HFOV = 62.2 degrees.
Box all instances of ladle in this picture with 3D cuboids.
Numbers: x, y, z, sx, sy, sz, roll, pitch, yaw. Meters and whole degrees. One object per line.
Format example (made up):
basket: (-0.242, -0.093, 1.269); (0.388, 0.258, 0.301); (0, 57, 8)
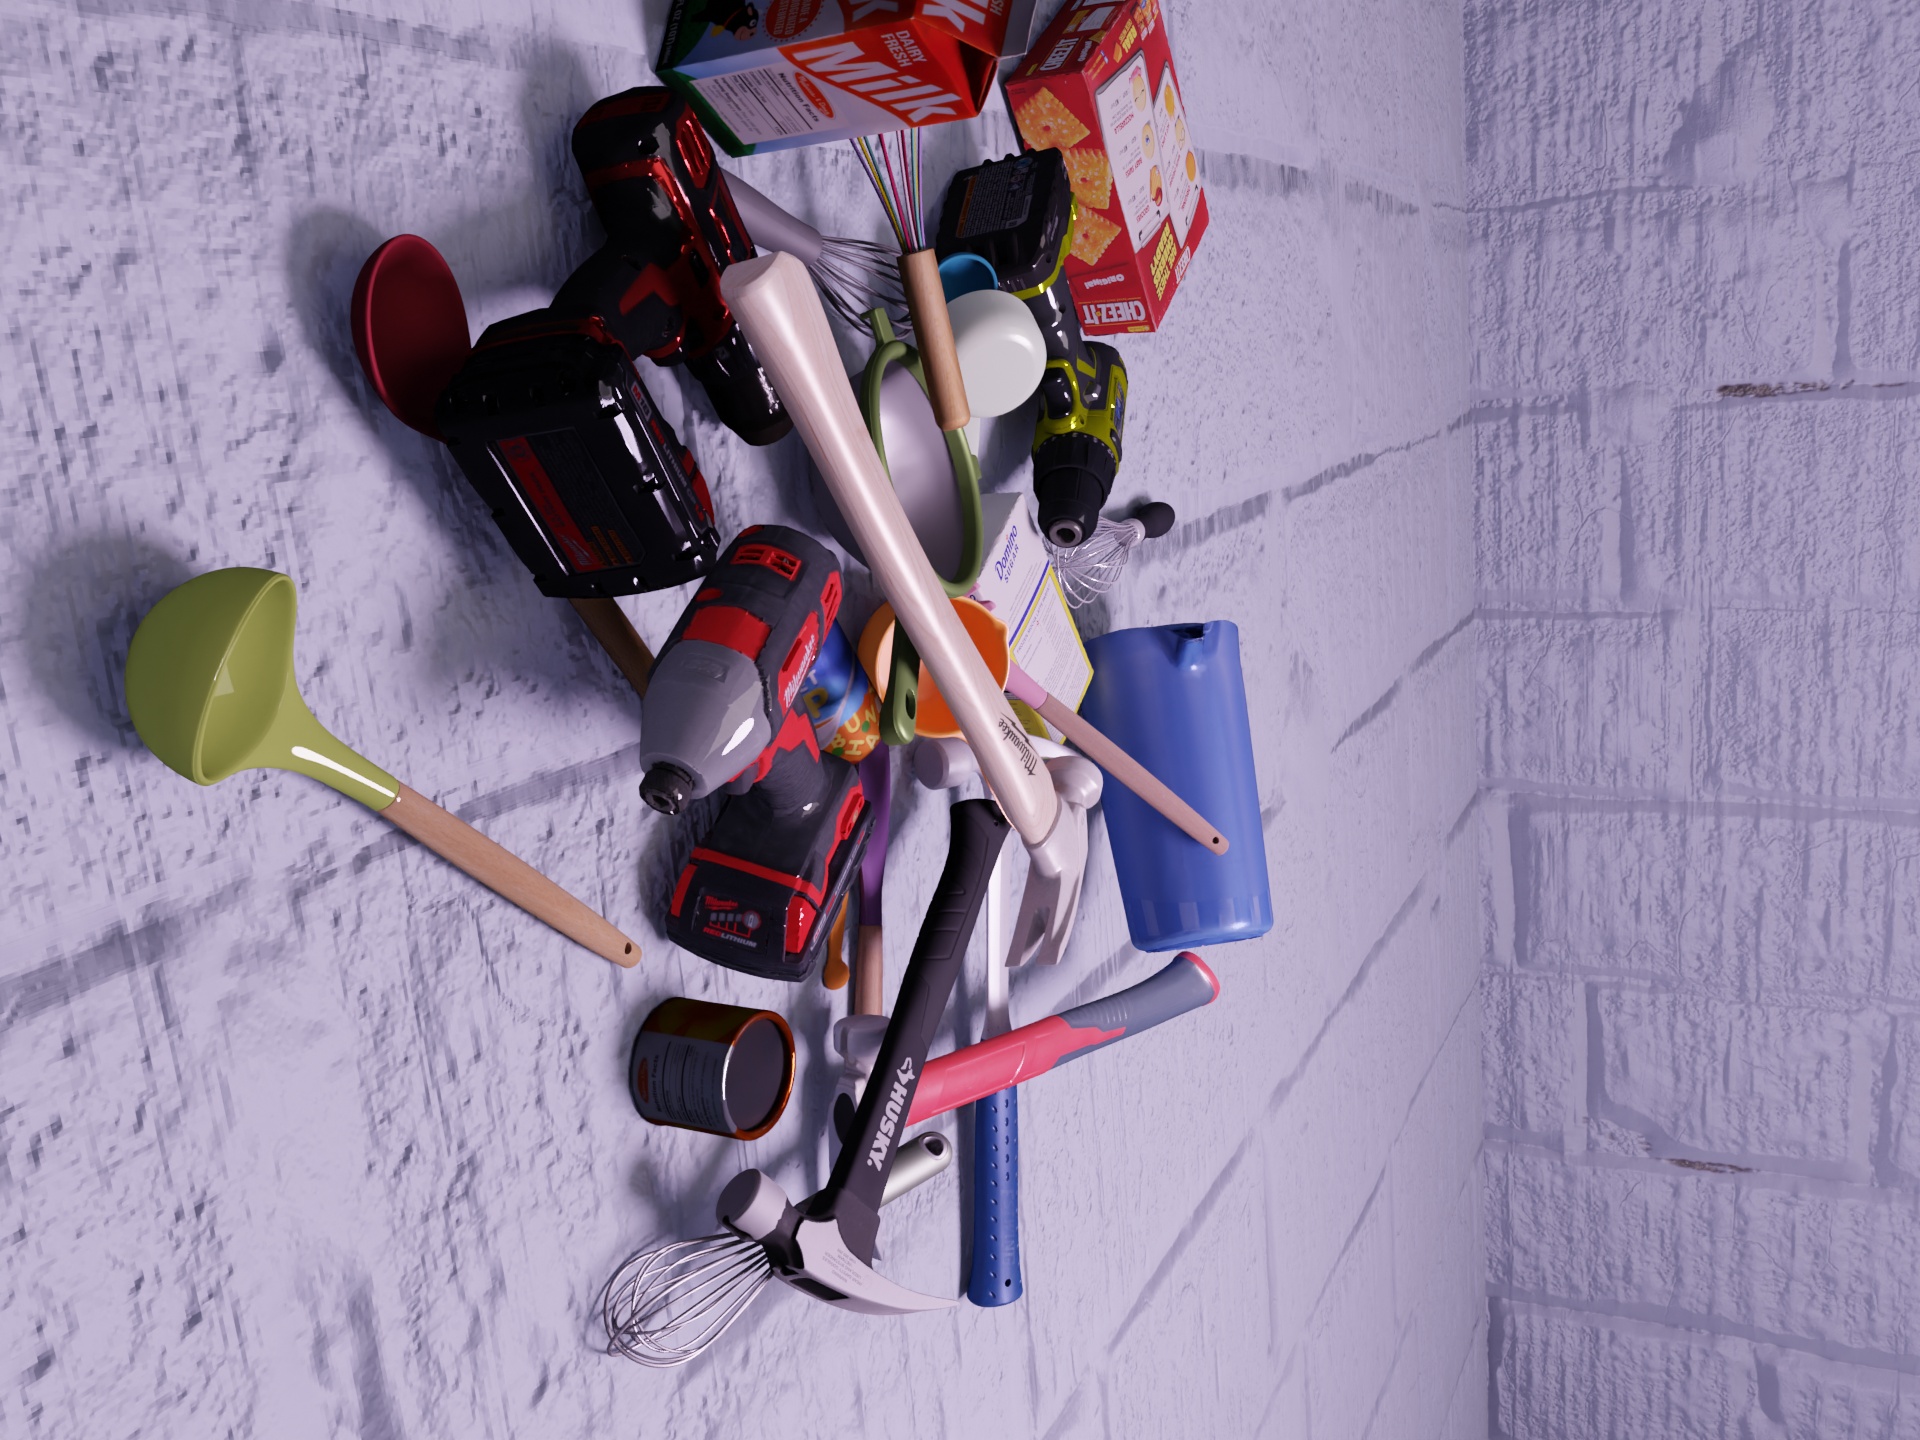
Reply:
ladle: (-0.183, -0.080, 0.722); (0.315, 0.031, 0.069); (63, 35, -45)
ladle: (-0.209, 0.042, 0.651); (0.319, 0.062, 0.078); (52, 47, -53)

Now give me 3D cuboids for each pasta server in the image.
pasta server: (0.076, 0.003, 1.068); (0.316, 0.040, 0.060); (38, 85, -23)

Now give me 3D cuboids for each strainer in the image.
strainer: (-0.048, -0.094, 0.897); (0.151, 0.069, 0.257); (51, 35, -50)

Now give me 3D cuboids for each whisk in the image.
whisk: (-0.027, -0.284, 0.888); (0.047, 0.051, 0.245); (-39, 120, -55)
whisk: (-0.089, 0.276, 0.856); (0.246, 0.058, 0.059); (-16, 144, -47)
whisk: (0.125, -0.144, 1.271); (0.284, 0.070, 0.070); (-33, 120, -63)
whisk: (-0.088, -0.262, 0.876); (0.238, 0.055, 0.055); (11, 82, -57)

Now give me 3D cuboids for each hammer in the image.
hammer: (-0.023, 0.176, 0.918); (0.146, 0.035, 0.335); (44, 44, -24)
hammer: (0.030, 0.206, 1.102); (0.144, 0.035, 0.405); (-8, 101, -43)
hammer: (-0.018, -0.047, 0.813); (0.410, 0.038, 0.146); (61, 32, -37)
hammer: (0.058, 0.233, 1.073); (0.386, 0.038, 0.143); (-7, 99, -49)

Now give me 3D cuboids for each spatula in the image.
spatula: (-0.056, 0.151, 0.983); (0.059, 0.018, 0.316); (2, 90, -74)

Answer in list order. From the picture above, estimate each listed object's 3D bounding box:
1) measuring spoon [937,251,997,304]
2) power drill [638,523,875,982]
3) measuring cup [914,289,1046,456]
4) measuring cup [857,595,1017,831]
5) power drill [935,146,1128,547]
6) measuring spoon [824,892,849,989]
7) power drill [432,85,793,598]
measuring spoon: (-0.009, -0.237, 1.005); (0.021, 0.042, 0.128); (-102, -157, -50)
power drill: (-0.099, 0.027, 0.753); (0.219, 0.078, 0.143); (90, 19, -53)
measuring cup: (0.010, -0.189, 1.008); (0.038, 0.083, 0.167); (-113, -157, -43)
measuring cup: (-0.002, -0.003, 0.989); (0.095, 0.052, 0.173); (-34, 114, -13)
power drill: (0.058, -0.249, 1.087); (0.228, 0.080, 0.191); (64, 26, -42)
measuring spoon: (-0.070, 0.104, 0.959); (0.021, 0.011, 0.117); (11, 82, -62)
power drill: (-0.137, -0.156, 0.728); (0.187, 0.080, 0.227); (67, 23, -44)
